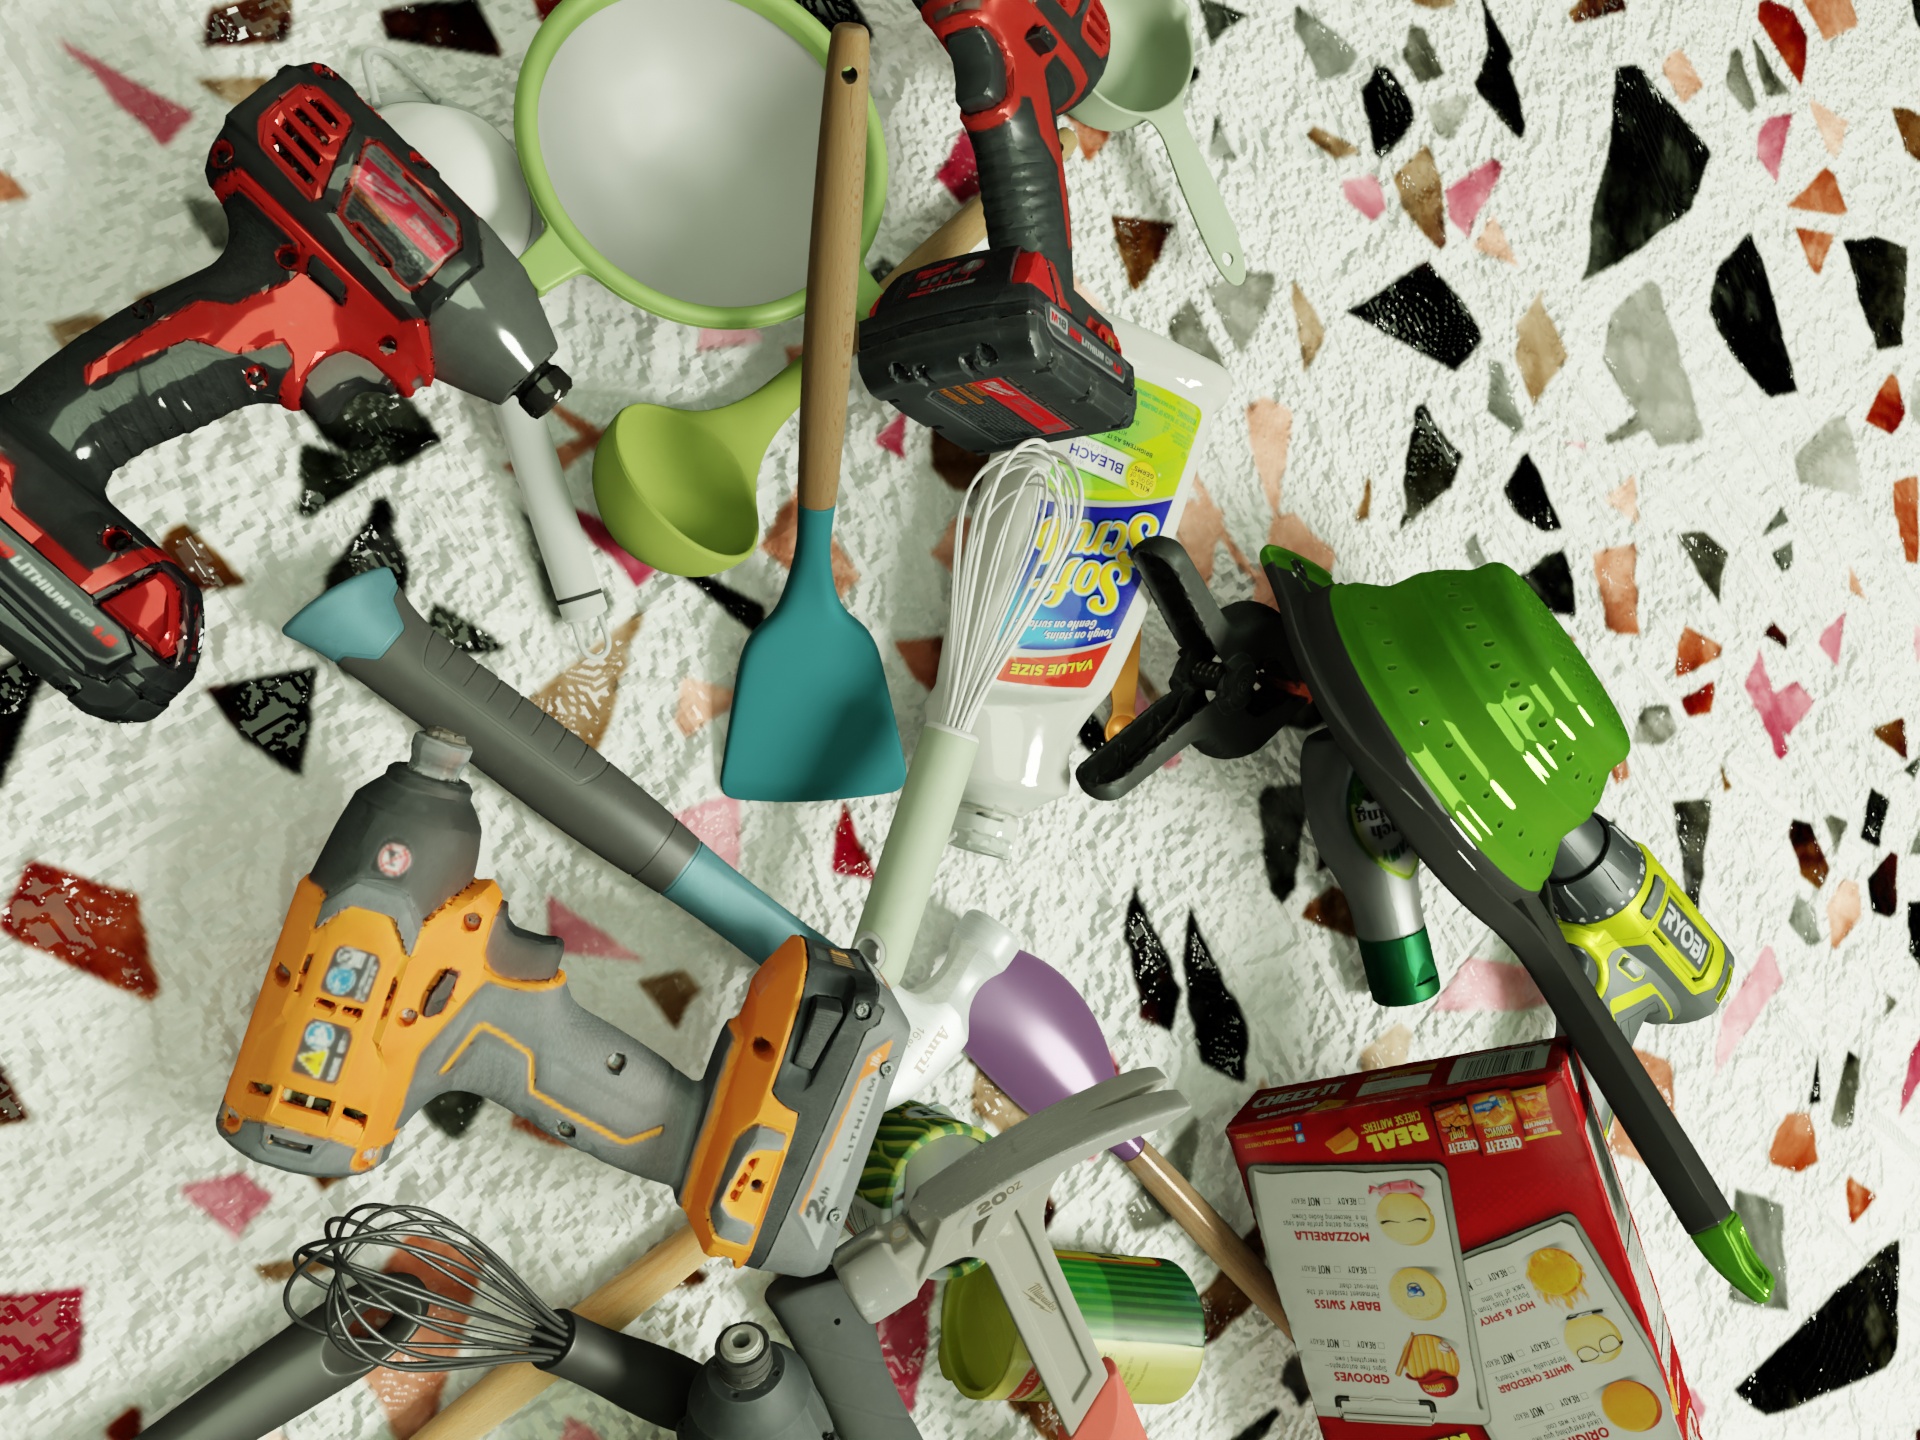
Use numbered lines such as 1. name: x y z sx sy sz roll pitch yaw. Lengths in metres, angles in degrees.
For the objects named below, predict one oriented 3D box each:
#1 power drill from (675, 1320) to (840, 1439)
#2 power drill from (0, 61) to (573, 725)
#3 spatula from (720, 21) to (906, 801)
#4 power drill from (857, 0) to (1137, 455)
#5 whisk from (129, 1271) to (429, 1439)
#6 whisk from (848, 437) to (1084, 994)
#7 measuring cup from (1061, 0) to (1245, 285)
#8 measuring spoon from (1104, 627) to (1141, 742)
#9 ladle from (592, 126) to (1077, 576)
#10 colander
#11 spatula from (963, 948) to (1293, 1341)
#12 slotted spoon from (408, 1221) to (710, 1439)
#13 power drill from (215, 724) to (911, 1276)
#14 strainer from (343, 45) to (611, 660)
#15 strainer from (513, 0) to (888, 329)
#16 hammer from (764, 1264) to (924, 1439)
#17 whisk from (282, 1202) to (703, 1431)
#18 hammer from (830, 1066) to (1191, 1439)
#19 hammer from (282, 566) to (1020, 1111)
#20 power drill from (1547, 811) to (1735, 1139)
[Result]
1. power drill: -0.147 0.326 0.590 0.223 0.080 0.171 -20 124 -27
2. power drill: -0.251 -0.109 0.560 0.143 0.078 0.220 45 77 -16
3. spatula: -0.052 -0.103 0.623 0.082 0.044 0.317 -2 128 -12
4. power drill: 0.006 -0.240 0.648 0.187 0.080 0.227 15 71 -61
5. whisk: -0.318 0.281 0.541 0.296 0.073 0.073 -29 101 -32
6. whisk: -0.001 -0.002 0.674 0.059 0.058 0.246 23 85 -60
7. measuring cup: 0.094 -0.290 0.790 0.083 0.038 0.167 -35 106 -24
8. measuring spoon: 0.079 -0.042 0.788 0.021 0.011 0.117 2 83 -18
9. ladle: -0.040 -0.179 0.705 0.078 0.062 0.320 49 65 -15
10. colander: 0.284 0.061 0.731 0.204 0.094 0.397 7 51 -59
11. spatula: 0.101 0.225 0.782 0.060 0.018 0.315 -46 107 -17
12. slotted spoon: -0.190 0.269 0.623 0.314 0.031 0.070 -33 111 -26
13. power drill: -0.139 0.106 0.597 0.226 0.084 0.164 19 91 -12
14. strainer: -0.183 -0.148 0.639 0.087 0.050 0.258 -25 103 -41
15. strainer: -0.113 -0.279 0.665 0.151 0.069 0.256 0 84 -22
16. hammer: 0.008 0.424 0.716 0.149 0.036 0.409 -28 100 -25
17. whisk: -0.154 0.235 0.596 0.055 0.055 0.238 -59 136 -17
18. hammer: 0.073 0.314 0.691 0.149 0.037 0.358 -27 118 -11
19. hammer: -0.126 0.051 0.659 0.330 0.033 0.128 41 73 -19
20. power drill: 0.323 0.164 0.862 0.190 0.080 0.228 42 68 -28
